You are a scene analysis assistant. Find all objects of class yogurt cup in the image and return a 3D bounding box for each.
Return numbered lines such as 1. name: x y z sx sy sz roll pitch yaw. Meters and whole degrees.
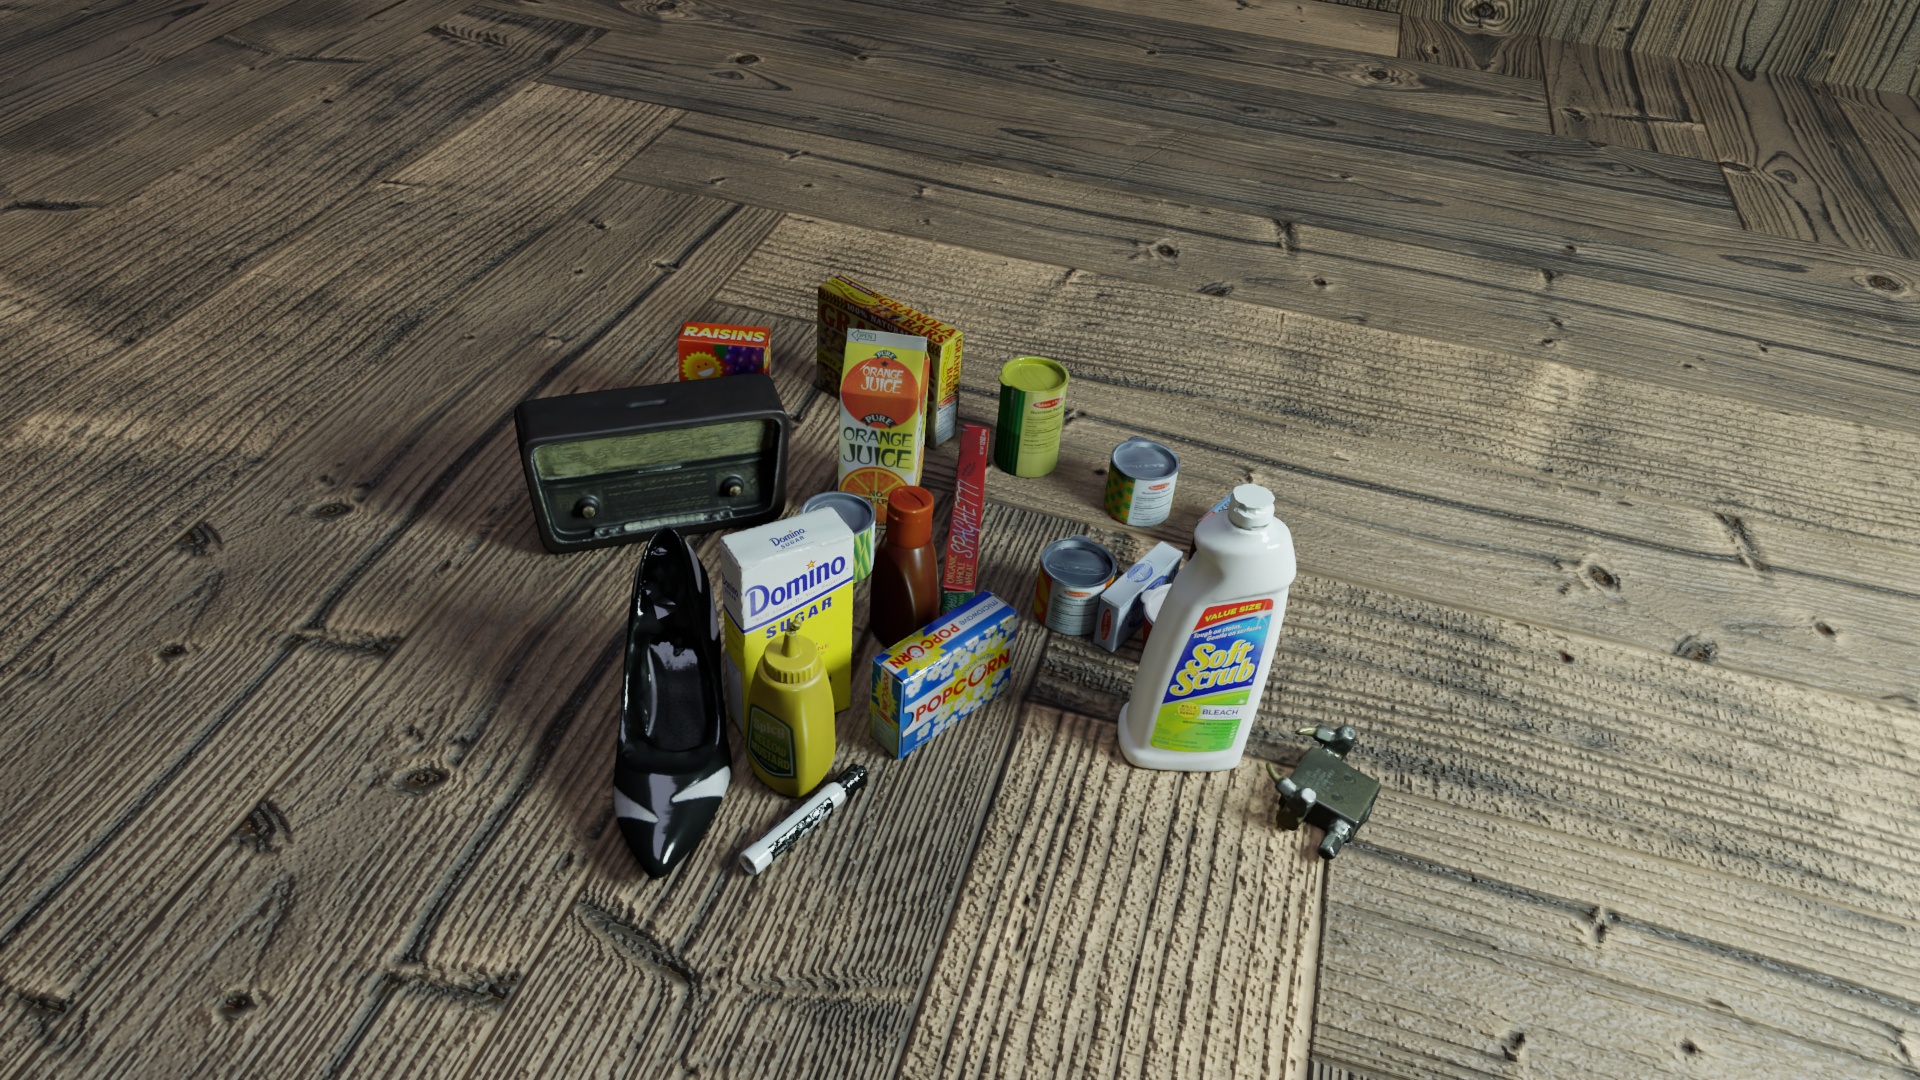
1. yogurt cup: 0.185 0.078 1.175 0.072 0.053 0.073 3 39 -3

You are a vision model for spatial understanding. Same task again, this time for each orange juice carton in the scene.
1. orange juice carton: -0.070 -0.107 1.264 0.072 0.191 0.073 7 39 2

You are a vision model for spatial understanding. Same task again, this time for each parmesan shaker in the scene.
1. parmesan shaker: 0.066 -0.121 1.369 0.071 0.102 0.072 3 39 -3

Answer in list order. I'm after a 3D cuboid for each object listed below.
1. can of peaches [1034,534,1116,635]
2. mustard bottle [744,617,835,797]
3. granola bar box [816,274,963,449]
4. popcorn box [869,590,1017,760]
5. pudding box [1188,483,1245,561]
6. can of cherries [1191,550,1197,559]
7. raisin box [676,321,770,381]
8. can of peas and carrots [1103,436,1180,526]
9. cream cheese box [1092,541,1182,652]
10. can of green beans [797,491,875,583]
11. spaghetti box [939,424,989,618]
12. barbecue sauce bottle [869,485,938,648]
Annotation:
1. can of peaches: 0.100 0.039 1.210 0.071 0.057 0.071 3 39 -3
2. mustard bottle: -0.124 0.116 1.007 0.065 0.159 0.049 25 43 23
3. granola bar box: -0.074 -0.183 1.413 0.166 0.123 0.039 30 45 27
4. popcorn box: -0.013 0.105 1.094 0.127 0.084 0.038 -29 50 -35
5. pudding box: 0.250 -0.012 1.298 0.030 0.049 0.084 30 45 28
6. can of cherries: 0.228 0.046 1.215 0.071 0.058 0.072 3 39 -3
7. raisin box: -0.228 -0.149 1.354 0.086 0.122 0.040 5 39 -1
8. can of peas and carrots: 0.173 -0.057 1.337 0.071 0.058 0.071 3 39 -3
9. cream cheese box: 0.154 0.048 1.209 0.024 0.053 0.104 28 44 26
10. can of green beans: -0.109 -0.002 1.236 0.071 0.057 0.071 3 39 -3
11. spaghetti box: 0.005 -0.016 1.274 0.029 0.049 0.251 6 39 0
12. barbecue sauce bottle: -0.045 0.024 1.140 0.044 0.147 0.065 -26 48 -33
